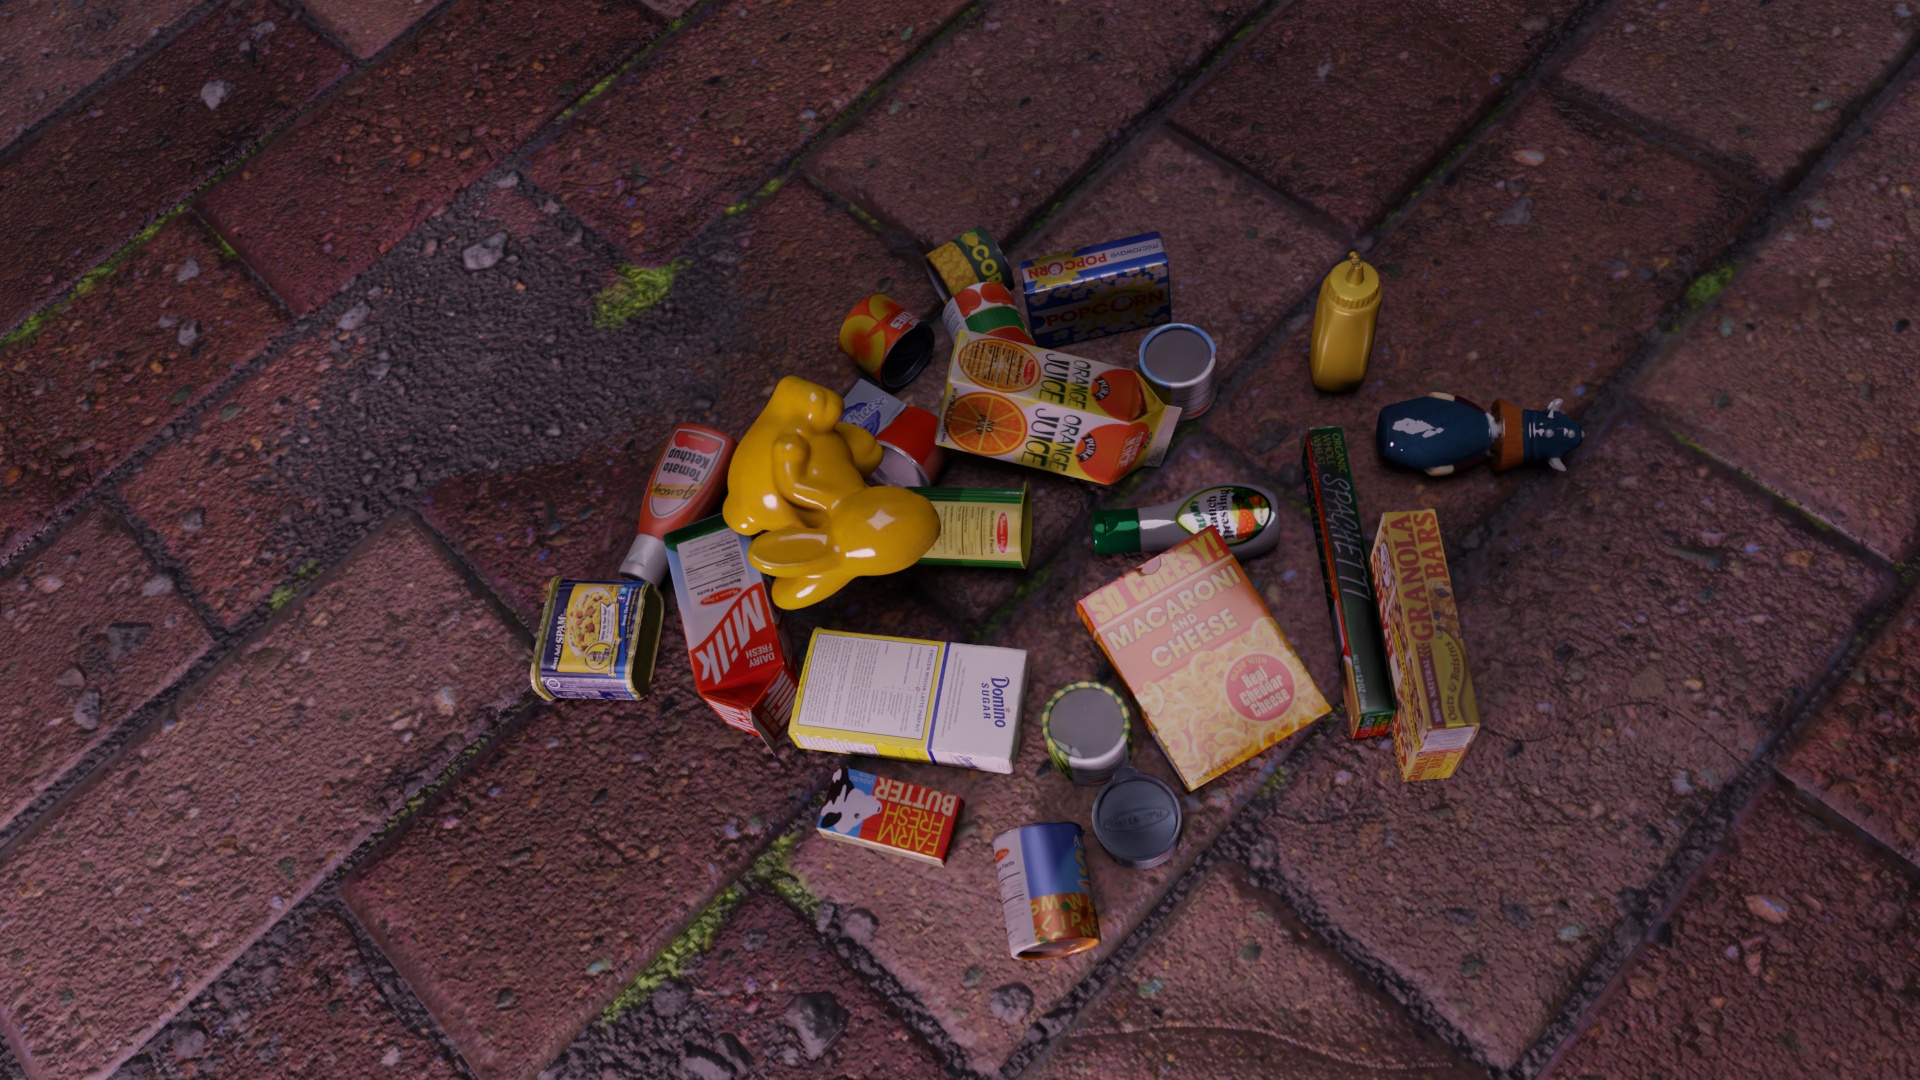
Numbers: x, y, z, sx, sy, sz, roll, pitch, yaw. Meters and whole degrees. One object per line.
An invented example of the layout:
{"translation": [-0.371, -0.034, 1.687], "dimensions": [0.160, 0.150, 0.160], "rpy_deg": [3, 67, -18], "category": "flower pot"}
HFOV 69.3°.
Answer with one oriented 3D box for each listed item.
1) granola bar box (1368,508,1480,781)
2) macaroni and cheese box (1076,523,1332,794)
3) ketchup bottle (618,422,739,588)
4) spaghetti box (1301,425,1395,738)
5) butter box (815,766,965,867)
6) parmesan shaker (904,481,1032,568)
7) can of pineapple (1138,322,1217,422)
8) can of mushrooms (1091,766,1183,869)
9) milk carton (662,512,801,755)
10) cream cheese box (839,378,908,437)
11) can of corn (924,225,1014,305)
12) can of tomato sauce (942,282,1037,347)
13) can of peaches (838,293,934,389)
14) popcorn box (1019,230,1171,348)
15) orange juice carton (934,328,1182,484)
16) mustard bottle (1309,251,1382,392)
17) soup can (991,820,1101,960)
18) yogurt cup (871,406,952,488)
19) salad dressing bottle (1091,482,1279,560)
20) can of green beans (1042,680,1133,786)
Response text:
{"translation": [0.333, 0.078, 1.009], "dimensions": [0.039, 0.123, 0.166], "rpy_deg": [-5, 63, 6], "category": "granola bar box"}
{"translation": [0.182, 0.088, 1.054], "dimensions": [0.124, 0.040, 0.167], "rpy_deg": [-29, 76, -5], "category": "macaroni and cheese box"}
{"translation": [-0.247, -0.028, 1.203], "dimensions": [0.065, 0.043, 0.149], "rpy_deg": [15, 67, 17], "category": "ketchup bottle"}
{"translation": [0.300, 0.027, 1.082], "dimensions": [0.029, 0.050, 0.251], "rpy_deg": [-5, 62, 5], "category": "spaghetti box"}
{"translation": [-0.053, 0.211, 1.060], "dimensions": [0.103, 0.024, 0.053], "rpy_deg": [11, 66, 15], "category": "butter box"}
{"translation": [0.004, -0.014, 1.141], "dimensions": [0.103, 0.071, 0.071], "rpy_deg": [2, 64, 11], "category": "parmesan shaker"}
{"translation": [0.184, -0.144, 1.183], "dimensions": [0.071, 0.057, 0.071], "rpy_deg": [-4, 63, 8], "category": "can of pineapple"}
{"translation": [0.131, 0.206, 1.028], "dimensions": [0.071, 0.033, 0.071], "rpy_deg": [-4, 63, 8], "category": "can of mushrooms"}
{"translation": [-0.179, 0.077, 1.122], "dimensions": [0.073, 0.072, 0.191], "rpy_deg": [-19, 61, 0], "category": "milk carton"}
{"translation": [-0.095, -0.089, 1.219], "dimensions": [0.053, 0.024, 0.104], "rpy_deg": [29, 71, 22], "category": "cream cheese box"}
{"translation": [0.008, -0.242, 1.255], "dimensions": [0.058, 0.071, 0.071], "rpy_deg": [-30, 63, -5], "category": "can of corn"}
{"translation": [0.030, -0.176, 1.221], "dimensions": [0.071, 0.071, 0.083], "rpy_deg": [-22, 62, -2], "category": "can of tomato sauce"}
{"translation": [-0.065, -0.180, 1.236], "dimensions": [0.058, 0.071, 0.071], "rpy_deg": [39, 75, 25], "category": "can of peaches"}
{"translation": [0.119, -0.218, 1.216], "dimensions": [0.127, 0.085, 0.038], "rpy_deg": [-12, 61, 4], "category": "popcorn box"}
{"translation": [0.081, -0.106, 1.148], "dimensions": [0.193, 0.071, 0.073], "rpy_deg": [13, 46, -2], "category": "orange juice carton"}
{"translation": [0.313, -0.181, 1.124], "dimensions": [0.049, 0.159, 0.065], "rpy_deg": [2, 65, 9], "category": "mustard bottle"}
{"translation": [0.064, 0.251, 0.998], "dimensions": [0.071, 0.071, 0.084], "rpy_deg": [-12, 63, 3], "category": "soup can"}
{"translation": [-0.041, -0.077, 1.184], "dimensions": [0.072, 0.072, 0.054], "rpy_deg": [26, 62, 20], "category": "yogurt cup"}
{"translation": [0.181, -0.012, 1.124], "dimensions": [0.148, 0.044, 0.064], "rpy_deg": [-5, 68, 7], "category": "salad dressing bottle"}
{"translation": [0.097, 0.146, 1.050], "dimensions": [0.071, 0.057, 0.071], "rpy_deg": [-4, 63, 7], "category": "can of green beans"}
